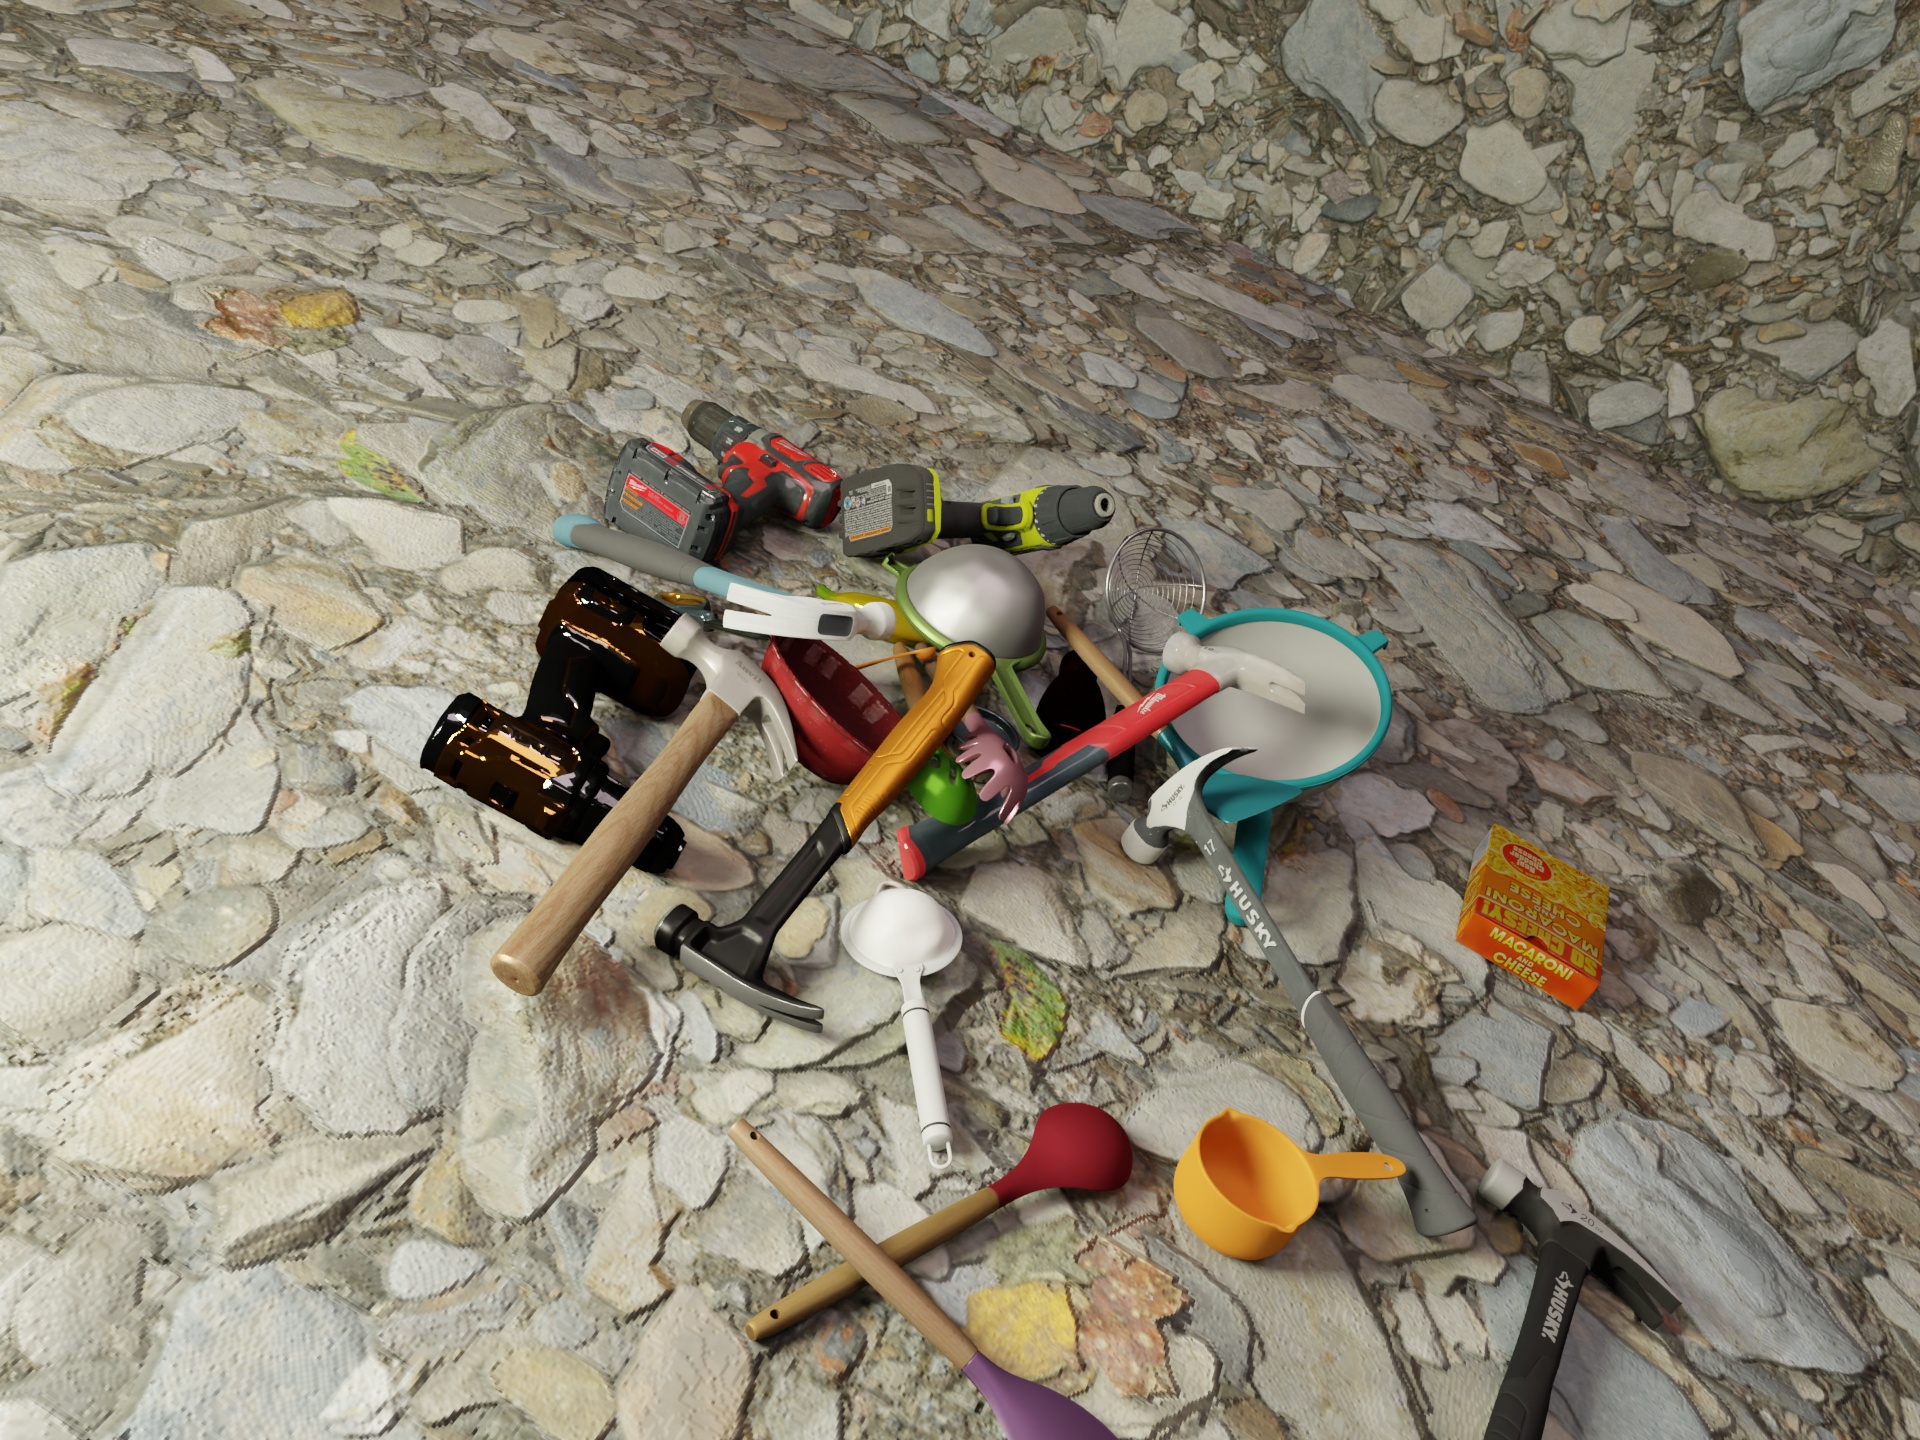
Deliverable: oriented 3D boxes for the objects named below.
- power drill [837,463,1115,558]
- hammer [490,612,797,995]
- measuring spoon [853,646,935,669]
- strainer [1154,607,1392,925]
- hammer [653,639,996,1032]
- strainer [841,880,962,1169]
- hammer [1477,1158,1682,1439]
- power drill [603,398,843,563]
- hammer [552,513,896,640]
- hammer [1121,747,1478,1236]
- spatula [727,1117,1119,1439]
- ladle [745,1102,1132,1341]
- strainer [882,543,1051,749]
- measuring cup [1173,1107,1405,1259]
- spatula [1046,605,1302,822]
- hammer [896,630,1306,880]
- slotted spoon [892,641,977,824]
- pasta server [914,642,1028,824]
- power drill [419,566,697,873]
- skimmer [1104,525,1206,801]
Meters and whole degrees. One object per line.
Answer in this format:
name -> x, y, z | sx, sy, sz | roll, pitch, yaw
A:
power drill -> 0.017, -0.198, 1.527 | 0.228, 0.080, 0.190 | -2, -1, -34
hammer -> -0.209, 0.059, 1.062 | 0.130, 0.031, 0.331 | 39, 41, -9
measuring spoon -> -0.076, -0.045, 1.356 | 0.117, 0.011, 0.021 | -15, 3, -10
strainer -> 0.270, 0.053, 1.427 | 0.211, 0.095, 0.341 | 7, 54, 12
hammer -> -0.064, 0.063, 1.117 | 0.127, 0.034, 0.337 | 28, 55, 14
strainer -> -0.030, 0.190, 1.076 | 0.087, 0.050, 0.259 | -2, 43, -11
hammer -> 0.370, 0.424, 1.018 | 0.146, 0.035, 0.335 | 34, 34, 14
power drill -> -0.234, -0.232, 1.495 | 0.188, 0.080, 0.227 | 35, 31, 14
hammer -> -0.212, -0.118, 1.279 | 0.331, 0.033, 0.128 | 21, 15, 36
hammer -> 0.258, 0.197, 1.192 | 0.036, 0.149, 0.409 | 0, 48, -38
spatula -> -0.013, 0.334, 0.881 | 0.316, 0.018, 0.060 | 41, 35, 10
ladle -> -0.001, 0.298, 0.957 | 0.315, 0.031, 0.069 | -15, 51, -43
strainer -> 0.037, -0.081, 1.402 | 0.151, 0.069, 0.257 | 8, 37, -29
measuring cup -> 0.220, 0.312, 1.060 | 0.173, 0.052, 0.095 | 7, 37, -29
spatula -> 0.168, -0.012, 1.401 | 0.082, 0.044, 0.318 | -20, 50, -25
hammer -> 0.110, 0.032, 1.278 | 0.386, 0.038, 0.143 | -29, 37, -33
slotted spoon -> -0.032, -0.003, 1.294 | 0.070, 0.031, 0.314 | 31, 16, -20
pasta server -> -0.002, -0.004, 1.283 | 0.060, 0.040, 0.316 | 48, 3, -25
power drill -> -0.257, 0.003, 1.150 | 0.185, 0.084, 0.226 | 30, 37, -7
skimmer -> 0.182, -0.056, 1.508 | 0.127, 0.090, 0.364 | 47, 29, -23
